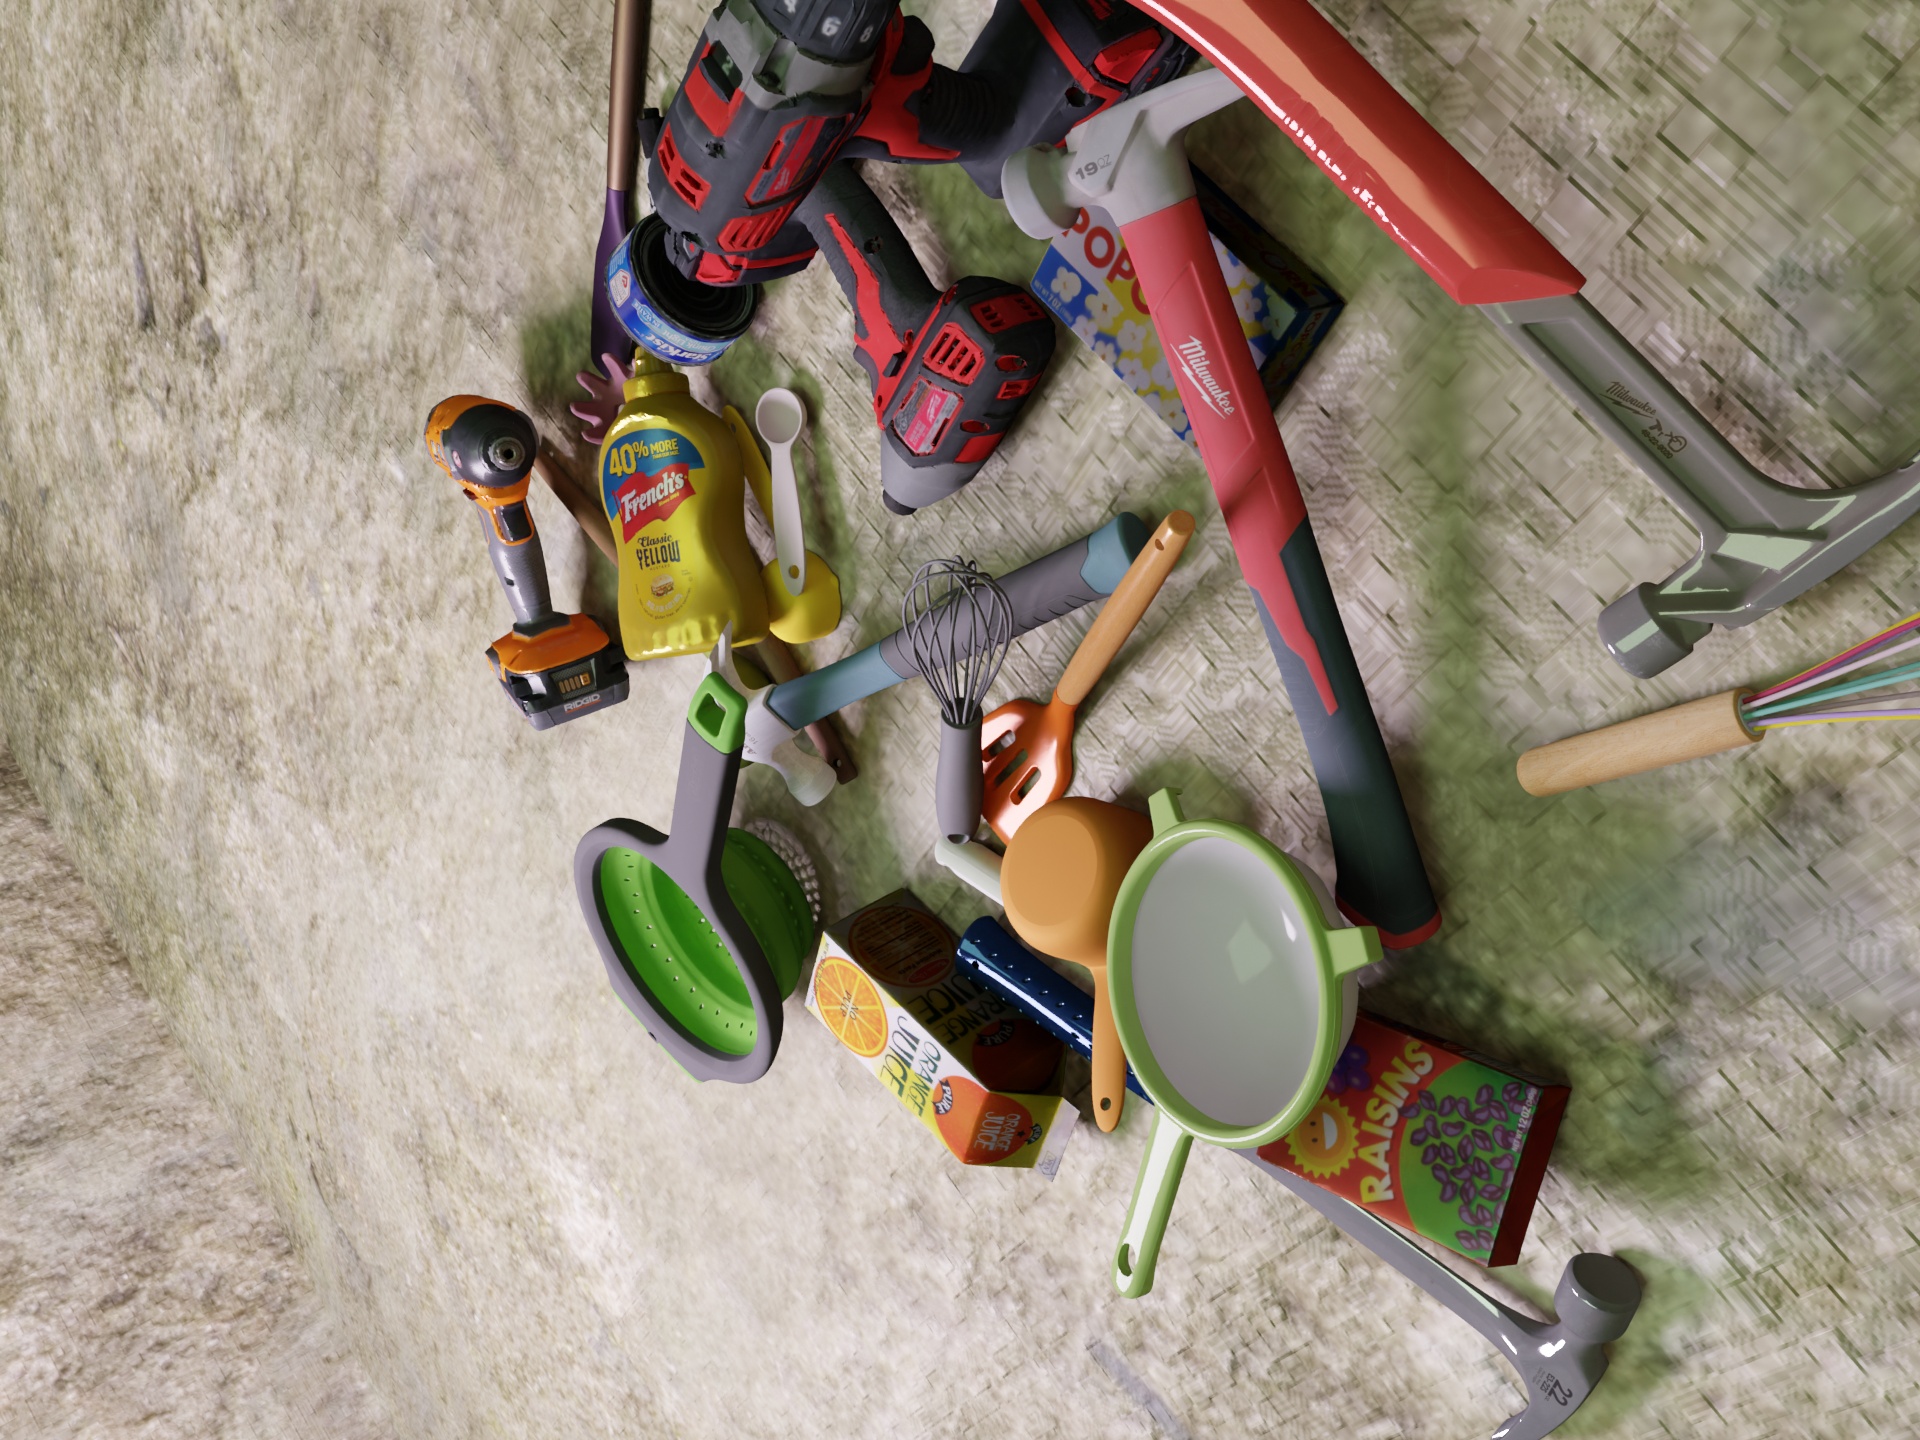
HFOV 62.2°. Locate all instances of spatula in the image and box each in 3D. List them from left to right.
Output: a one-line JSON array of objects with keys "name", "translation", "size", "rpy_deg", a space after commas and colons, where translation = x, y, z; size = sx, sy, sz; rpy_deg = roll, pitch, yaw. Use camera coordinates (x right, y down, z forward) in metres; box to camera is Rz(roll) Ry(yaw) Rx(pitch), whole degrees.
[{"name": "spatula", "translation": [-0.208, -0.353, 0.980], "size": [0.060, 0.018, 0.315], "rpy_deg": [45, 137, 36]}, {"name": "spatula", "translation": [0.054, -0.019, 0.799], "size": [0.081, 0.041, 0.322], "rpy_deg": [55, 159, 12]}]

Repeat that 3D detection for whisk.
[{"name": "whisk", "translation": [-0.002, -0.002, 0.849], "size": [0.055, 0.055, 0.238], "rpy_deg": [41, 152, 26]}, {"name": "whisk", "translation": [0.070, 0.122, 0.888], "size": [0.247, 0.057, 0.059], "rpy_deg": [30, 93, 40]}, {"name": "whisk", "translation": [0.307, -0.004, 0.576], "size": [0.245, 0.051, 0.047], "rpy_deg": [-25, 95, 52]}]

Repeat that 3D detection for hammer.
[{"name": "hammer", "translation": [-0.024, -0.038, 0.883], "size": [0.331, 0.033, 0.128], "rpy_deg": [-22, 124, 41]}, {"name": "hammer", "translation": [0.151, 0.230, 0.858], "size": [0.406, 0.035, 0.144], "rpy_deg": [32, 129, 34]}, {"name": "hammer", "translation": [0.148, -0.076, 0.675], "size": [0.143, 0.038, 0.386], "rpy_deg": [-11, 109, 38]}, {"name": "hammer", "translation": [0.176, -0.182, 0.553], "size": [0.359, 0.037, 0.149], "rpy_deg": [45, 128, 0]}]

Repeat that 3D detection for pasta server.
[{"name": "pasta server", "translation": [-0.153, -0.096, 1.028], "size": [0.060, 0.040, 0.316], "rpy_deg": [-32, 85, 10]}]

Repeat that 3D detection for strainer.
[{"name": "strainer", "translation": [0.129, 0.168, 0.766], "size": [0.152, 0.069, 0.256], "rpy_deg": [38, 122, 49]}]

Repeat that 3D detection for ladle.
[{"name": "ladle", "translation": [-0.226, -0.088, 1.098], "size": [0.320, 0.062, 0.078], "rpy_deg": [47, 151, 25]}]

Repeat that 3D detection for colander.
[{"name": "colander", "translation": [-0.151, 0.091, 1.044], "size": [0.205, 0.094, 0.396], "rpy_deg": [42, 142, 19]}]

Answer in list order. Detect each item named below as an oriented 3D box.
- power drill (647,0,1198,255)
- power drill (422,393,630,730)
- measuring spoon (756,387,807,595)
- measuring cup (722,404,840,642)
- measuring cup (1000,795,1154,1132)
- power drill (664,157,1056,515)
[{"name": "power drill", "translation": [-0.004, -0.276, 0.637], "size": [0.080, 0.226, 0.188], "rpy_deg": [58, 139, 9]}, {"name": "power drill", "translation": [-0.305, -0.113, 1.110], "size": [0.164, 0.084, 0.226], "rpy_deg": [26, 134, 61]}, {"name": "measuring spoon", "translation": [-0.101, -0.137, 0.956], "size": [0.034, 0.018, 0.124], "rpy_deg": [2, 102, 31]}, {"name": "measuring cup", "translation": [-0.123, -0.121, 0.989], "size": [0.062, 0.029, 0.156], "rpy_deg": [-20, 95, 49]}, {"name": "measuring cup", "translation": [0.063, 0.123, 0.825], "size": [0.095, 0.052, 0.174], "rpy_deg": [-17, 63, 38]}, {"name": "power drill", "translation": [-0.055, -0.218, 0.840], "size": [0.220, 0.078, 0.143], "rpy_deg": [50, 137, 14]}]
